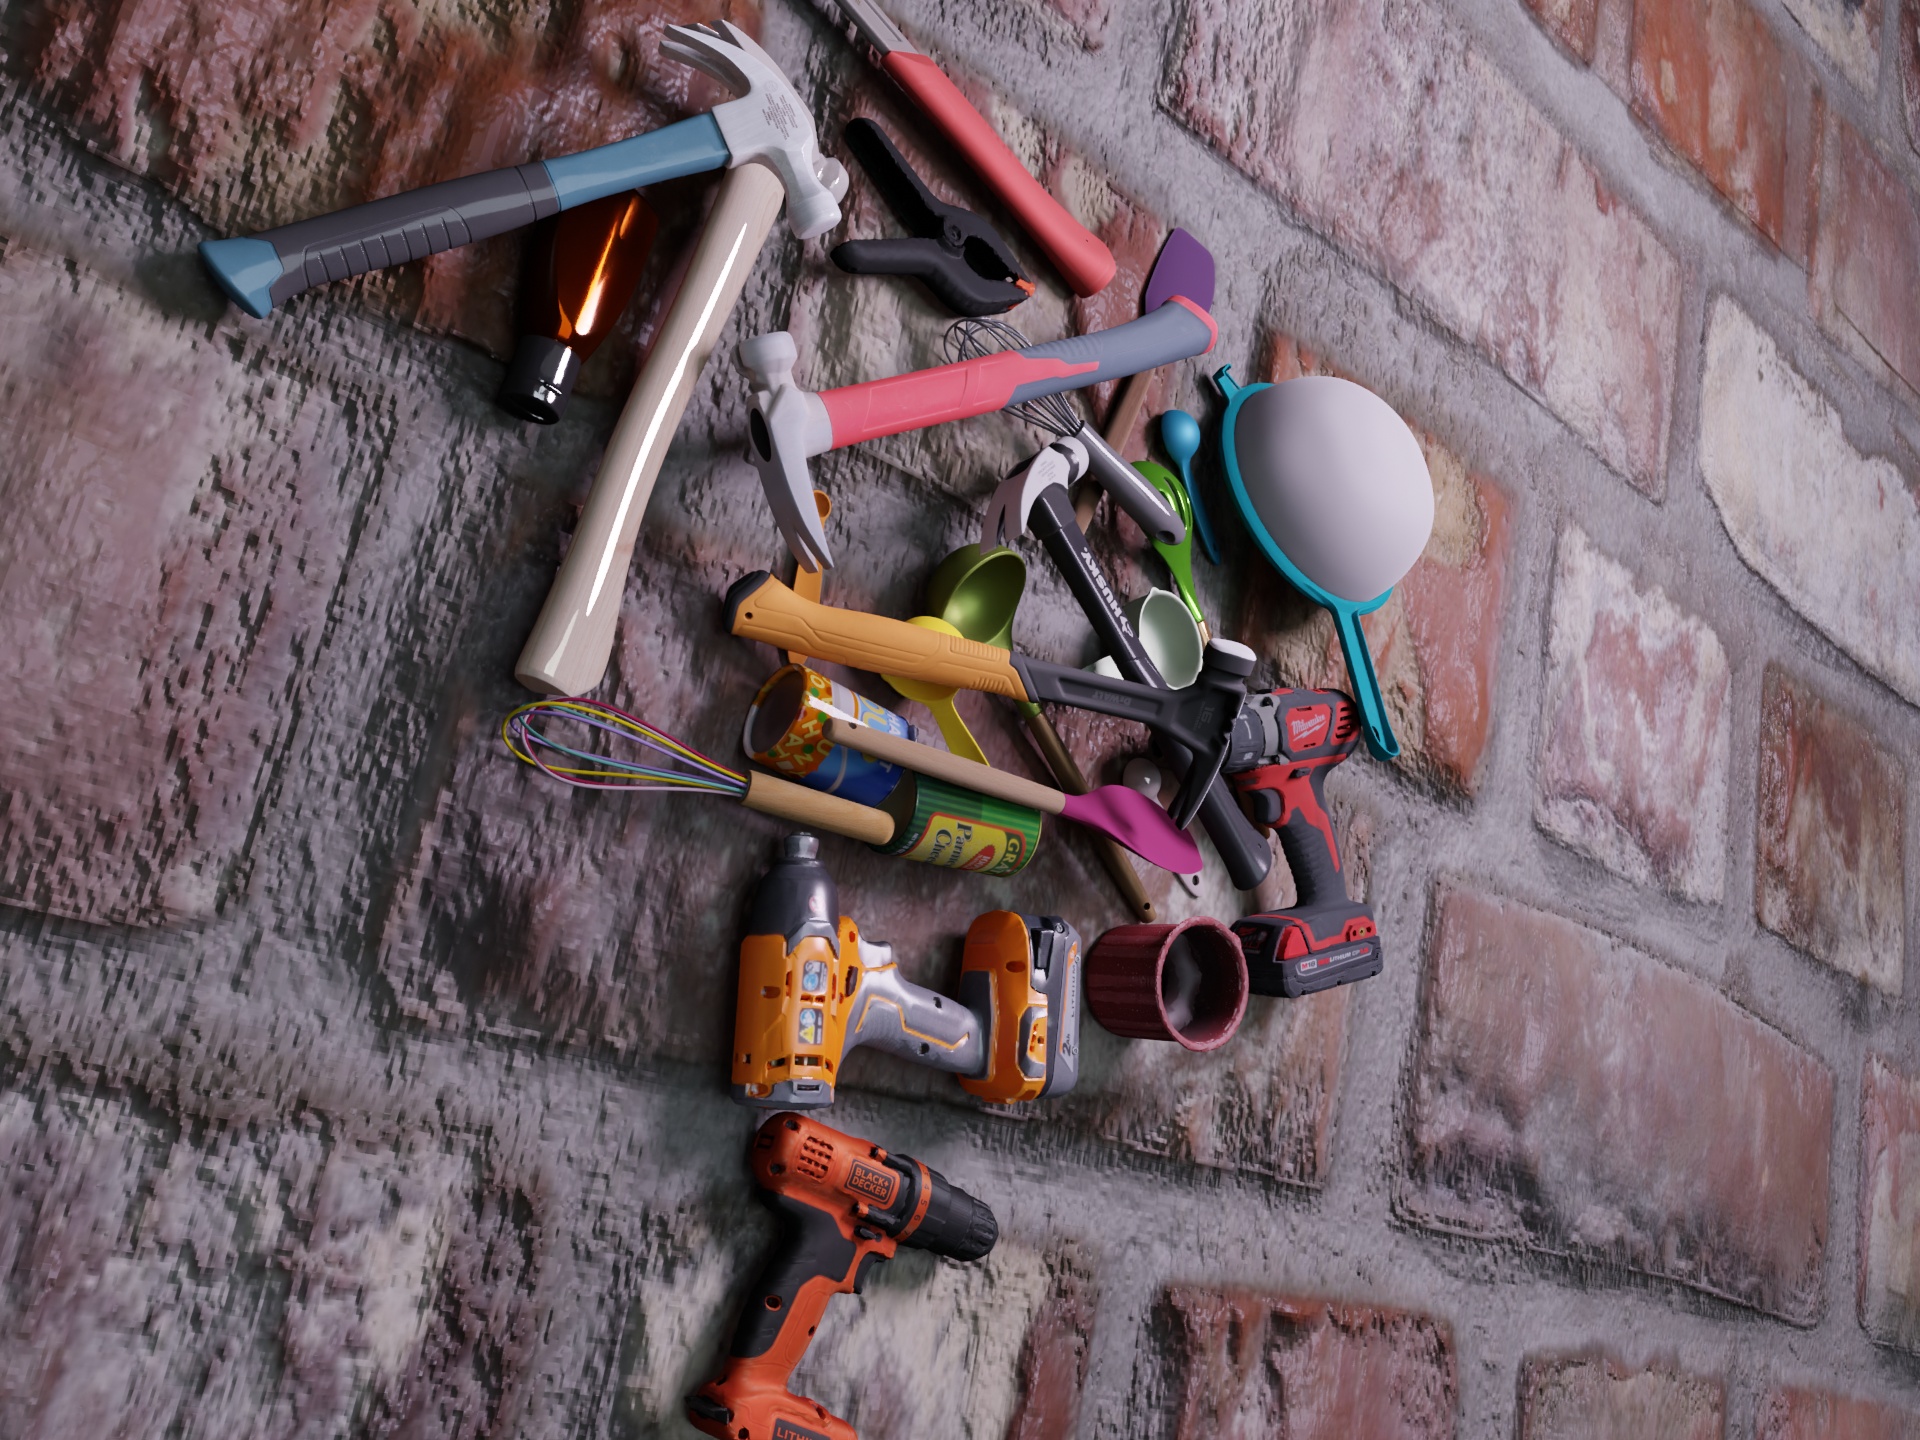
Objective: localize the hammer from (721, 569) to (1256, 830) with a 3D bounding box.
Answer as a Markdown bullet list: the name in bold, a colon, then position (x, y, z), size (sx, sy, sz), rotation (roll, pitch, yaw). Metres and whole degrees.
- **hammer**: position (0.014, -0.026, 1.006), size (0.336, 0.034, 0.127), rotation (14, 107, -12)

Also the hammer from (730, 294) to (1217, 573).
- **hammer**: position (0.033, -0.210, 1.052), size (0.386, 0.038, 0.143), rotation (-21, 100, -35)

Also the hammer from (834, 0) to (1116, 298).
- **hammer**: position (-0.017, -0.423, 1.096), size (0.358, 0.037, 0.149), rotation (42, 46, -29)

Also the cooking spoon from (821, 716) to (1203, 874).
- **cooking spoon**: position (0.043, 0.047, 1.017), size (0.318, 0.017, 0.069), rotation (20, 38, -36)

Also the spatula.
- **spatula**: position (0.137, -0.254, 1.220), size (0.059, 0.018, 0.316), rotation (35, 63, -22)

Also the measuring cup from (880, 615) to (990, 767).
- **measuring cup**: position (-0.002, -0.003, 1.066), size (0.156, 0.062, 0.029), rotation (63, 31, -29)

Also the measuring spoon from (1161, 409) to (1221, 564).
- **measuring spoon**: position (0.189, -0.184, 1.246), size (0.042, 0.021, 0.128), rotation (-38, 111, -54)

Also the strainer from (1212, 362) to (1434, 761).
- **strainer**: position (0.319, -0.139, 1.243), size (0.210, 0.095, 0.341), rotation (12, 59, -38)

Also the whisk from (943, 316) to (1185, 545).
- **whisk**: position (0.079, -0.203, 1.138), size (0.238, 0.055, 0.055), rotation (40, 61, -23)

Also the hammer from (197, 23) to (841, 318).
- **hammer**: position (-0.234, -0.283, 0.857), size (0.331, 0.033, 0.128), rotation (-24, 94, -20)

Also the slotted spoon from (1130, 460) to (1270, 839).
- **slotted spoon**: position (0.191, -0.053, 1.233), size (0.070, 0.031, 0.313), rotation (-29, 104, -47)

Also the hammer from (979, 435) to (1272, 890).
- **hammer**: position (0.122, -0.028, 1.087), size (0.334, 0.035, 0.146), rotation (59, 34, -10)

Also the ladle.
- **ladle**: position (0.069, 0.018, 1.109), size (0.078, 0.062, 0.320), rotation (-37, 111, -18)

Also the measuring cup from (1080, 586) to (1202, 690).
- **measuring cup**: position (0.115, -0.042, 1.150), size (0.167, 0.038, 0.083), rotation (-26, 97, -45)

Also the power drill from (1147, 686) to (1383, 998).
- **power drill**: position (0.230, 0.090, 1.200), size (0.187, 0.080, 0.227), rotation (-7, 91, -33)

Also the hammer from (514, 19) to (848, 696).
- **hammer**: position (-0.174, -0.208, 0.926), size (0.146, 0.038, 0.411), rotation (44, 58, -52)

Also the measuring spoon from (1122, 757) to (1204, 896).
- **measuring spoon**: position (0.159, 0.082, 1.194), size (0.034, 0.018, 0.124), rotation (-41, 110, -35)

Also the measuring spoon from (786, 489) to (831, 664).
- **measuring spoon**: position (-0.100, -0.091, 1.019), size (0.021, 0.011, 0.117), rotation (13, 80, -37)

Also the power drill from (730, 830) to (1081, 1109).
- **power drill**: position (-0.034, 0.160, 0.994), size (0.226, 0.084, 0.164), rotation (10, 76, -34)

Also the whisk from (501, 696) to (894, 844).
- **whisk**: position (-0.148, 0.034, 0.927), size (0.244, 0.051, 0.047), rotation (19, 100, -28)
